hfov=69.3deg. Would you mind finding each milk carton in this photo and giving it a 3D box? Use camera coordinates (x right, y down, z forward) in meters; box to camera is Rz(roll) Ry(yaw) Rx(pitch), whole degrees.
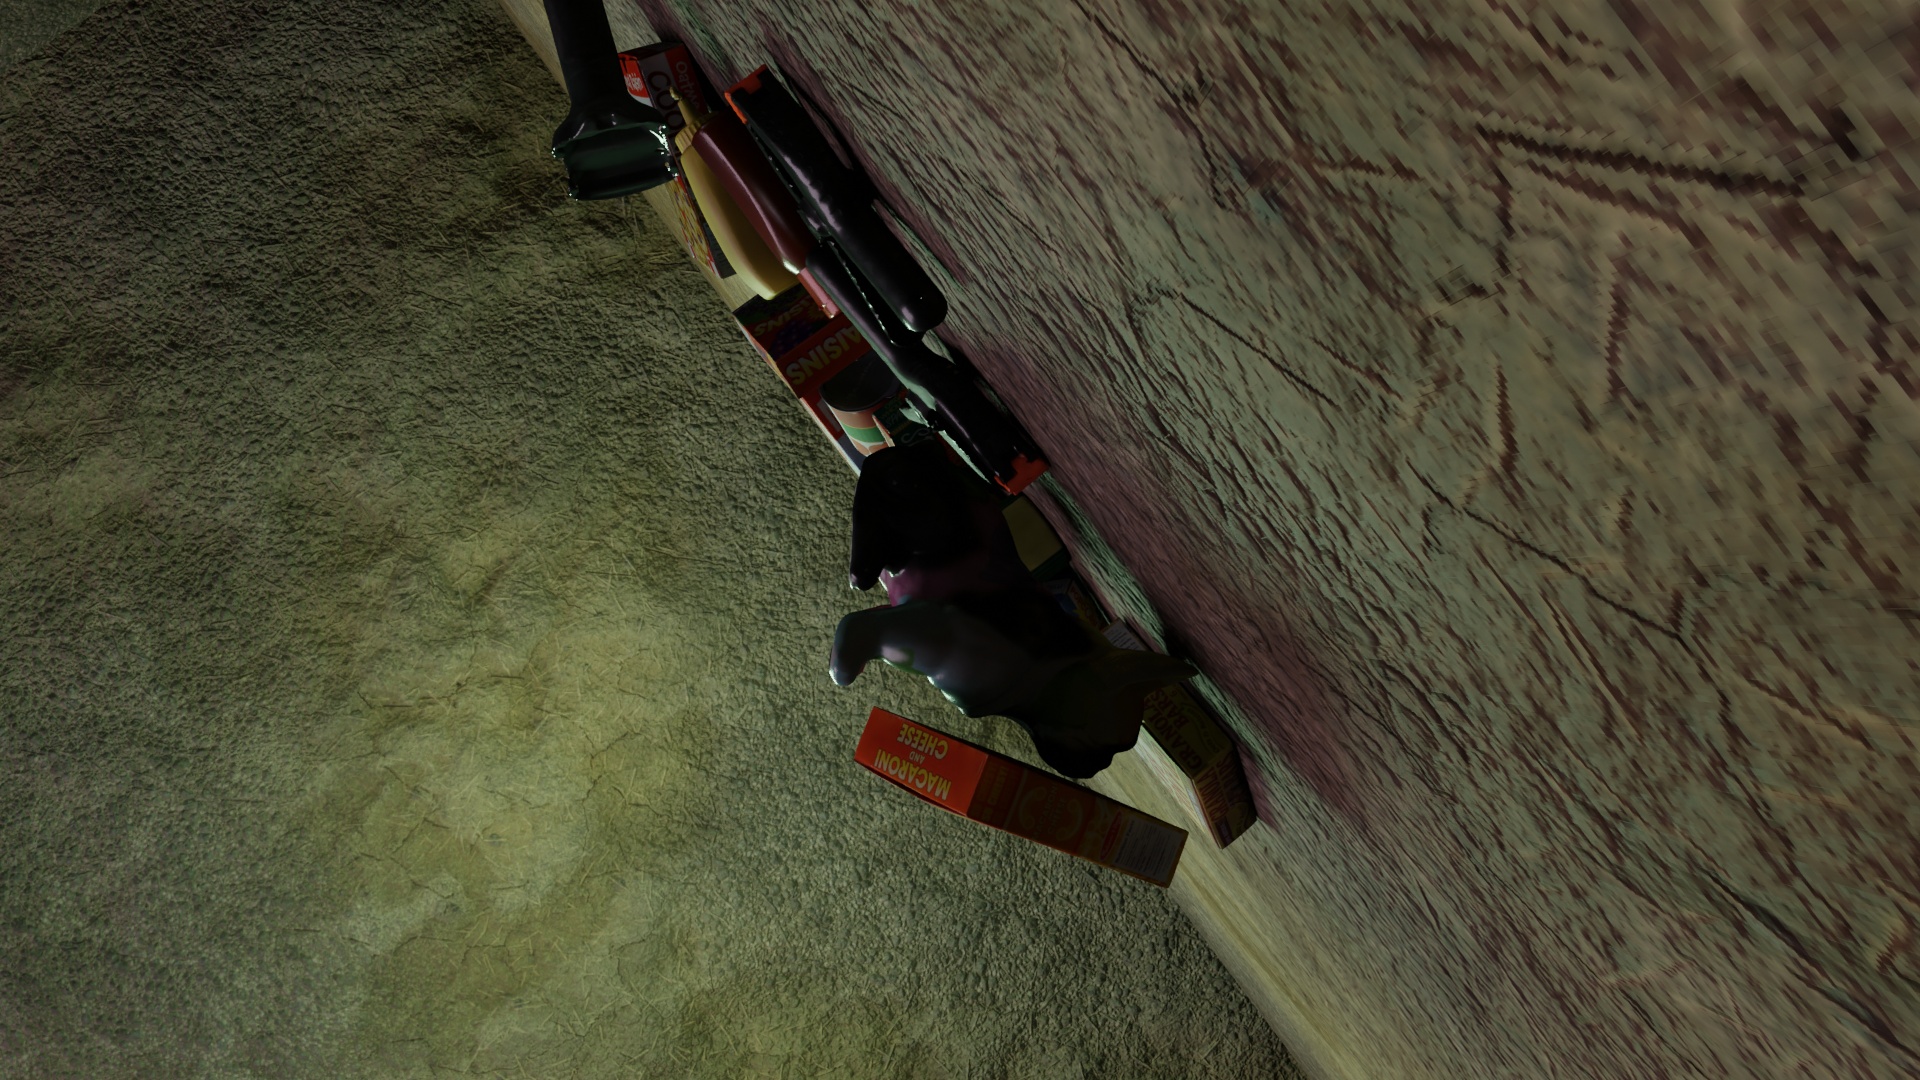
[{"bbox_3d":[-0.093,-0.117,1.290,0.191,0.072,0.073,51,175,15],"label":"milk carton"}]

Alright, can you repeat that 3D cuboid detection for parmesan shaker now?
[{"bbox_3d":[0.020,0.023,0.987,0.071,0.103,0.071,53,176,6],"label":"parmesan shaker"}]

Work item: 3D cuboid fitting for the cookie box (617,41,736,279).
[{"bbox_3d":[-0.208,-0.292,1.060,0.123,0.040,0.166,43,155,63],"label":"cookie box"}]

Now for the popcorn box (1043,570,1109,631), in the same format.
[{"bbox_3d":[0.048,0.072,1.047,0.126,0.038,0.085,-10,128,35],"label":"popcorn box"}]

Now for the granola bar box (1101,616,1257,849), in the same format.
[{"bbox_3d":[0.149,0.140,0.984,0.124,0.039,0.165,50,175,33],"label":"granola bar box"}]

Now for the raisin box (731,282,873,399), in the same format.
[{"bbox_3d":[-0.114,-0.162,1.045,0.040,0.086,0.124,58,173,-34],"label":"raisin box"}]

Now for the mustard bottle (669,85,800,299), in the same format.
[{"bbox_3d":[-0.158,-0.251,0.985,0.160,0.065,0.049,59,166,-7],"label":"mustard bottle"}]

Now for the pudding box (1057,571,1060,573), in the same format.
[{"bbox_3d":[0.054,0.034,1.078,0.083,0.050,0.030,56,176,-30],"label":"pudding box"}]

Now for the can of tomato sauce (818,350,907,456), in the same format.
[{"bbox_3d":[-0.068,-0.112,1.114,0.071,0.071,0.083,51,175,29],"label":"can of tomato sauce"}]

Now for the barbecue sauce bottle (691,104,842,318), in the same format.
[{"bbox_3d":[-0.118,-0.218,0.930,0.148,0.044,0.065,53,176,-11],"label":"barbecue sauce bottle"}]

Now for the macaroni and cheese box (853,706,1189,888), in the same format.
[{"bbox_3d":[0.036,0.154,0.833,0.166,0.040,0.123,26,172,-34],"label":"macaroni and cheese box"}]

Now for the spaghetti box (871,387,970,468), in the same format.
[{"bbox_3d":[-0.012,-0.048,1.122,0.029,0.050,0.249,49,174,28],"label":"spaghetti box"}]

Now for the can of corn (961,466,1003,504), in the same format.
[{"bbox_3d":[0.004,-0.014,1.086,0.058,0.071,0.071,50,175,21],"label":"can of corn"}]
